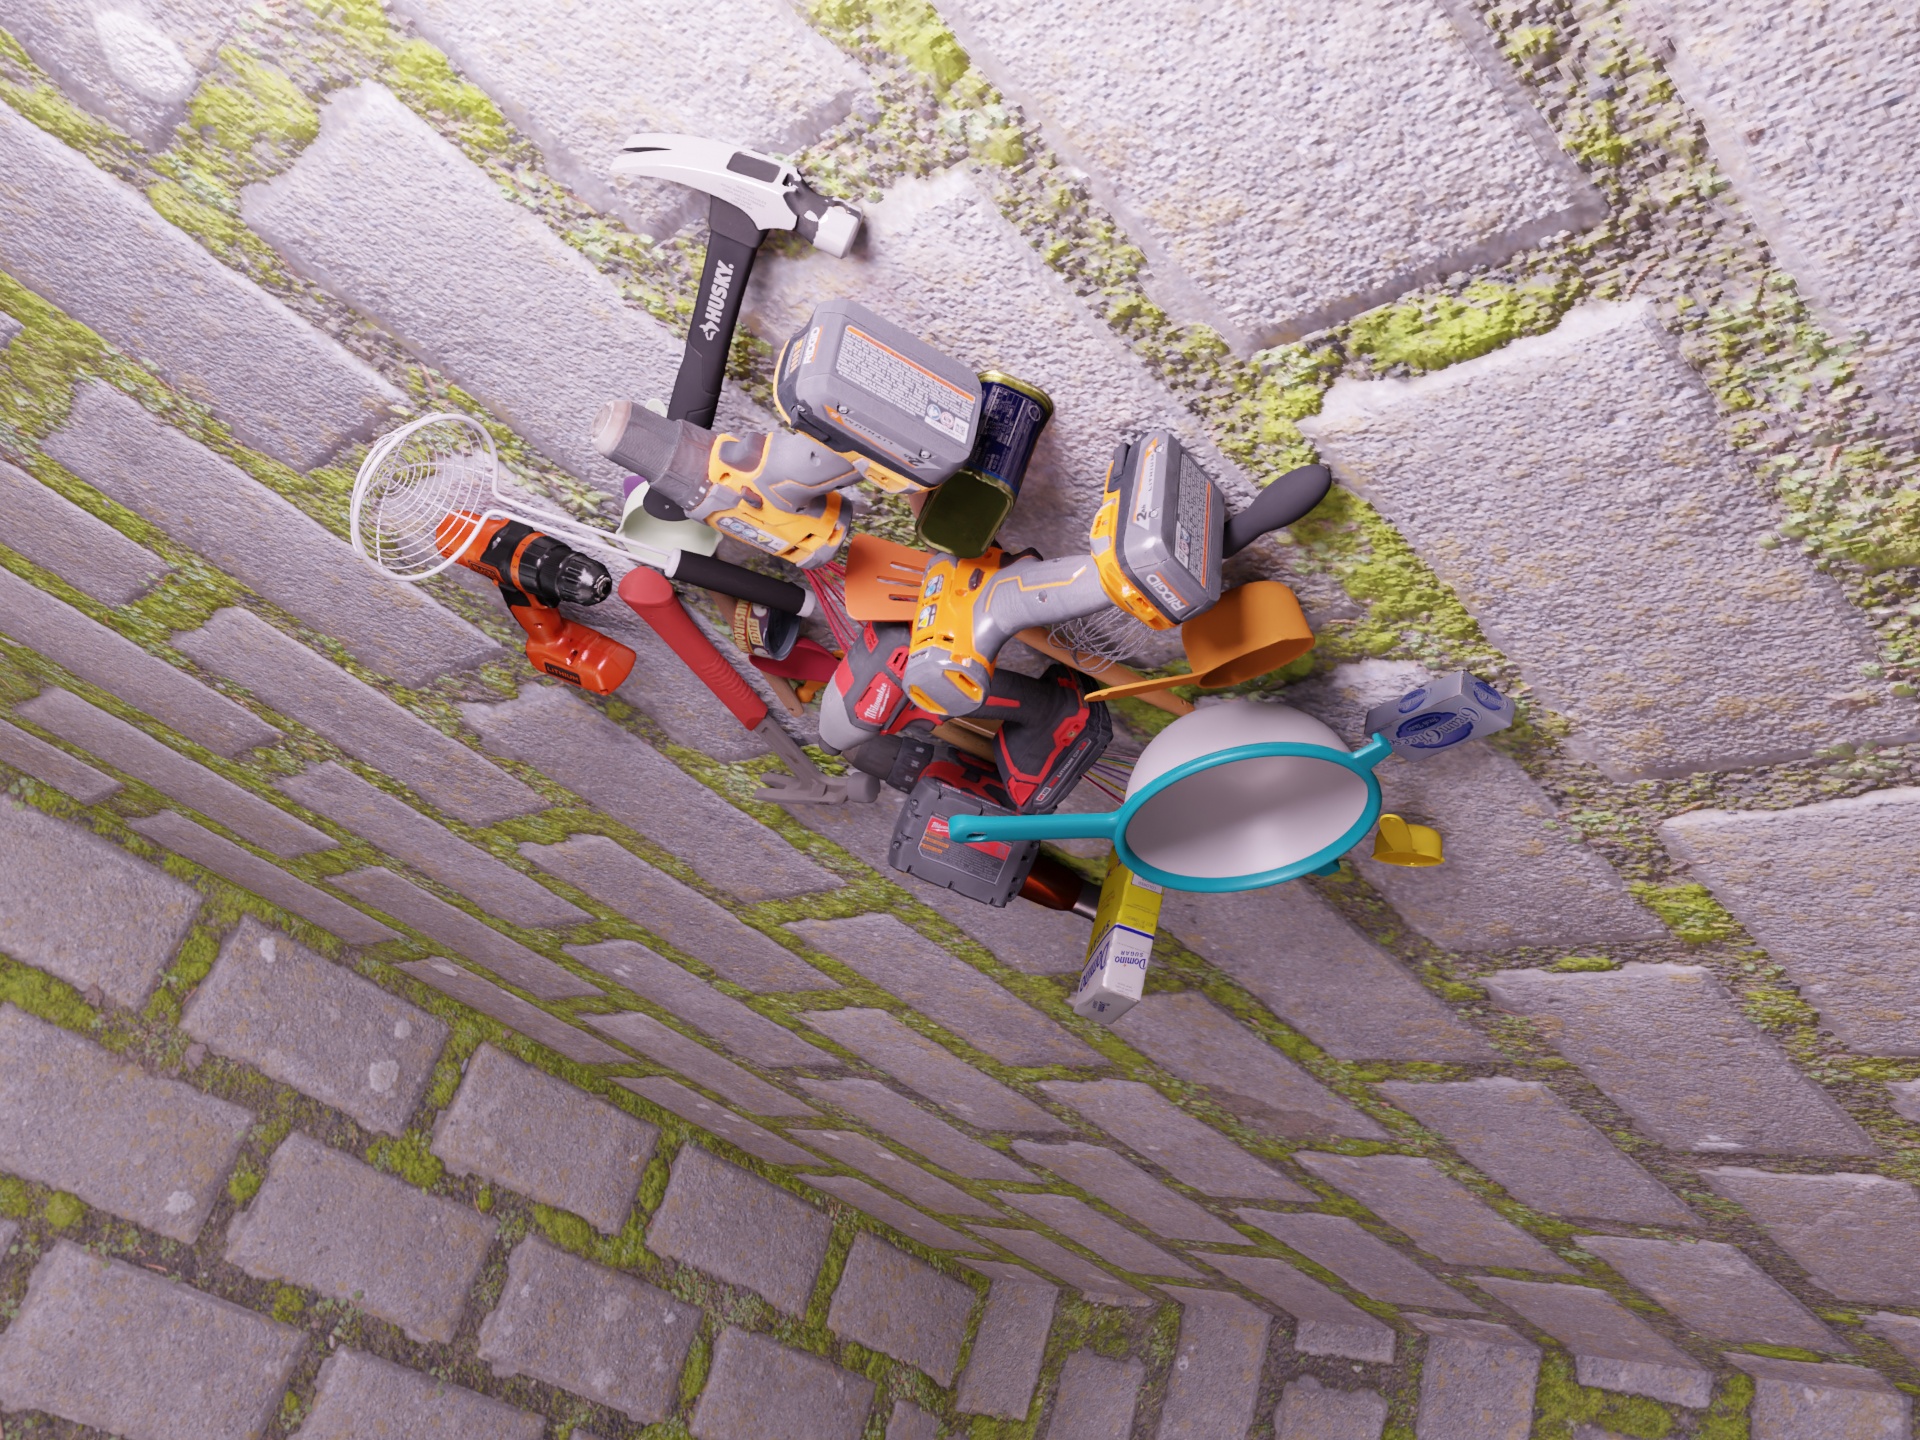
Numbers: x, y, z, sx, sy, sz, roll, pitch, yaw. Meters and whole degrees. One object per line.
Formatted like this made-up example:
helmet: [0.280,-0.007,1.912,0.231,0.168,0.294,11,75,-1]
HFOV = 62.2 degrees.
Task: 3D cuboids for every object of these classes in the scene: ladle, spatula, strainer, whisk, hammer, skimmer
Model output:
ladle: [-0.044,-0.006,1.426,0.315,0.031,0.069,26,150,-20]
spatula: [0.055,-0.059,1.228,0.322,0.081,0.041,24,140,-30]
strainer: [0.158,0.050,1.269,0.340,0.095,0.210,-2,144,-4]
spatula: [-0.203,-0.100,1.368,0.060,0.018,0.315,-2,143,23]
whisk: [-0.110,-0.117,1.249,0.073,0.073,0.295,-10,135,43]
hammer: [-0.217,-0.022,1.506,0.149,0.037,0.358,1,148,30]
whisk: [0.154,-0.105,1.108,0.070,0.070,0.284,30,145,-19]
whisk: [0.098,0.034,1.401,0.245,0.047,0.051,22,153,3]
hammer: [-0.175,-0.242,1.055,0.146,0.035,0.334,23,146,-6]
skimmer: [-0.265,-0.125,1.181,0.363,0.127,0.090,16,-164,-28]

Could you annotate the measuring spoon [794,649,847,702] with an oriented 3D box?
measuring spoon: [-0.126,-0.038,1.444,0.021,0.011,0.117,27,151,-15]

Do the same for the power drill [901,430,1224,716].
power drill: [0.063,-0.107,1.079,0.226,0.164,0.084,-22,133,34]

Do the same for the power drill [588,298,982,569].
power drill: [-0.117,-0.182,1.015,0.185,0.084,0.226,24,153,-28]

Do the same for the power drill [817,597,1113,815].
power drill: [-0.002,-0.004,1.264,0.219,0.079,0.143,19,124,-28]

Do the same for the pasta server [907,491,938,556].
pasta server: [-0.036,-0.173,1.123,0.060,0.040,0.315,0,149,13]

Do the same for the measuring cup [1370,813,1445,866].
measuring cup: [0.364,0.090,1.311,0.062,0.029,0.156,1,161,22]

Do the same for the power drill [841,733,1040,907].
power drill: [-0.020,0.070,1.405,0.188,0.080,0.227,22,-168,-6]

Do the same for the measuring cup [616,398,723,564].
measuring cup: [-0.225,-0.187,1.216,0.083,0.038,0.167,0,139,-4]

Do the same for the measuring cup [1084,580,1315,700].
measuring cup: [0.161,-0.054,1.113,0.173,0.052,0.095,-13,165,-15]
